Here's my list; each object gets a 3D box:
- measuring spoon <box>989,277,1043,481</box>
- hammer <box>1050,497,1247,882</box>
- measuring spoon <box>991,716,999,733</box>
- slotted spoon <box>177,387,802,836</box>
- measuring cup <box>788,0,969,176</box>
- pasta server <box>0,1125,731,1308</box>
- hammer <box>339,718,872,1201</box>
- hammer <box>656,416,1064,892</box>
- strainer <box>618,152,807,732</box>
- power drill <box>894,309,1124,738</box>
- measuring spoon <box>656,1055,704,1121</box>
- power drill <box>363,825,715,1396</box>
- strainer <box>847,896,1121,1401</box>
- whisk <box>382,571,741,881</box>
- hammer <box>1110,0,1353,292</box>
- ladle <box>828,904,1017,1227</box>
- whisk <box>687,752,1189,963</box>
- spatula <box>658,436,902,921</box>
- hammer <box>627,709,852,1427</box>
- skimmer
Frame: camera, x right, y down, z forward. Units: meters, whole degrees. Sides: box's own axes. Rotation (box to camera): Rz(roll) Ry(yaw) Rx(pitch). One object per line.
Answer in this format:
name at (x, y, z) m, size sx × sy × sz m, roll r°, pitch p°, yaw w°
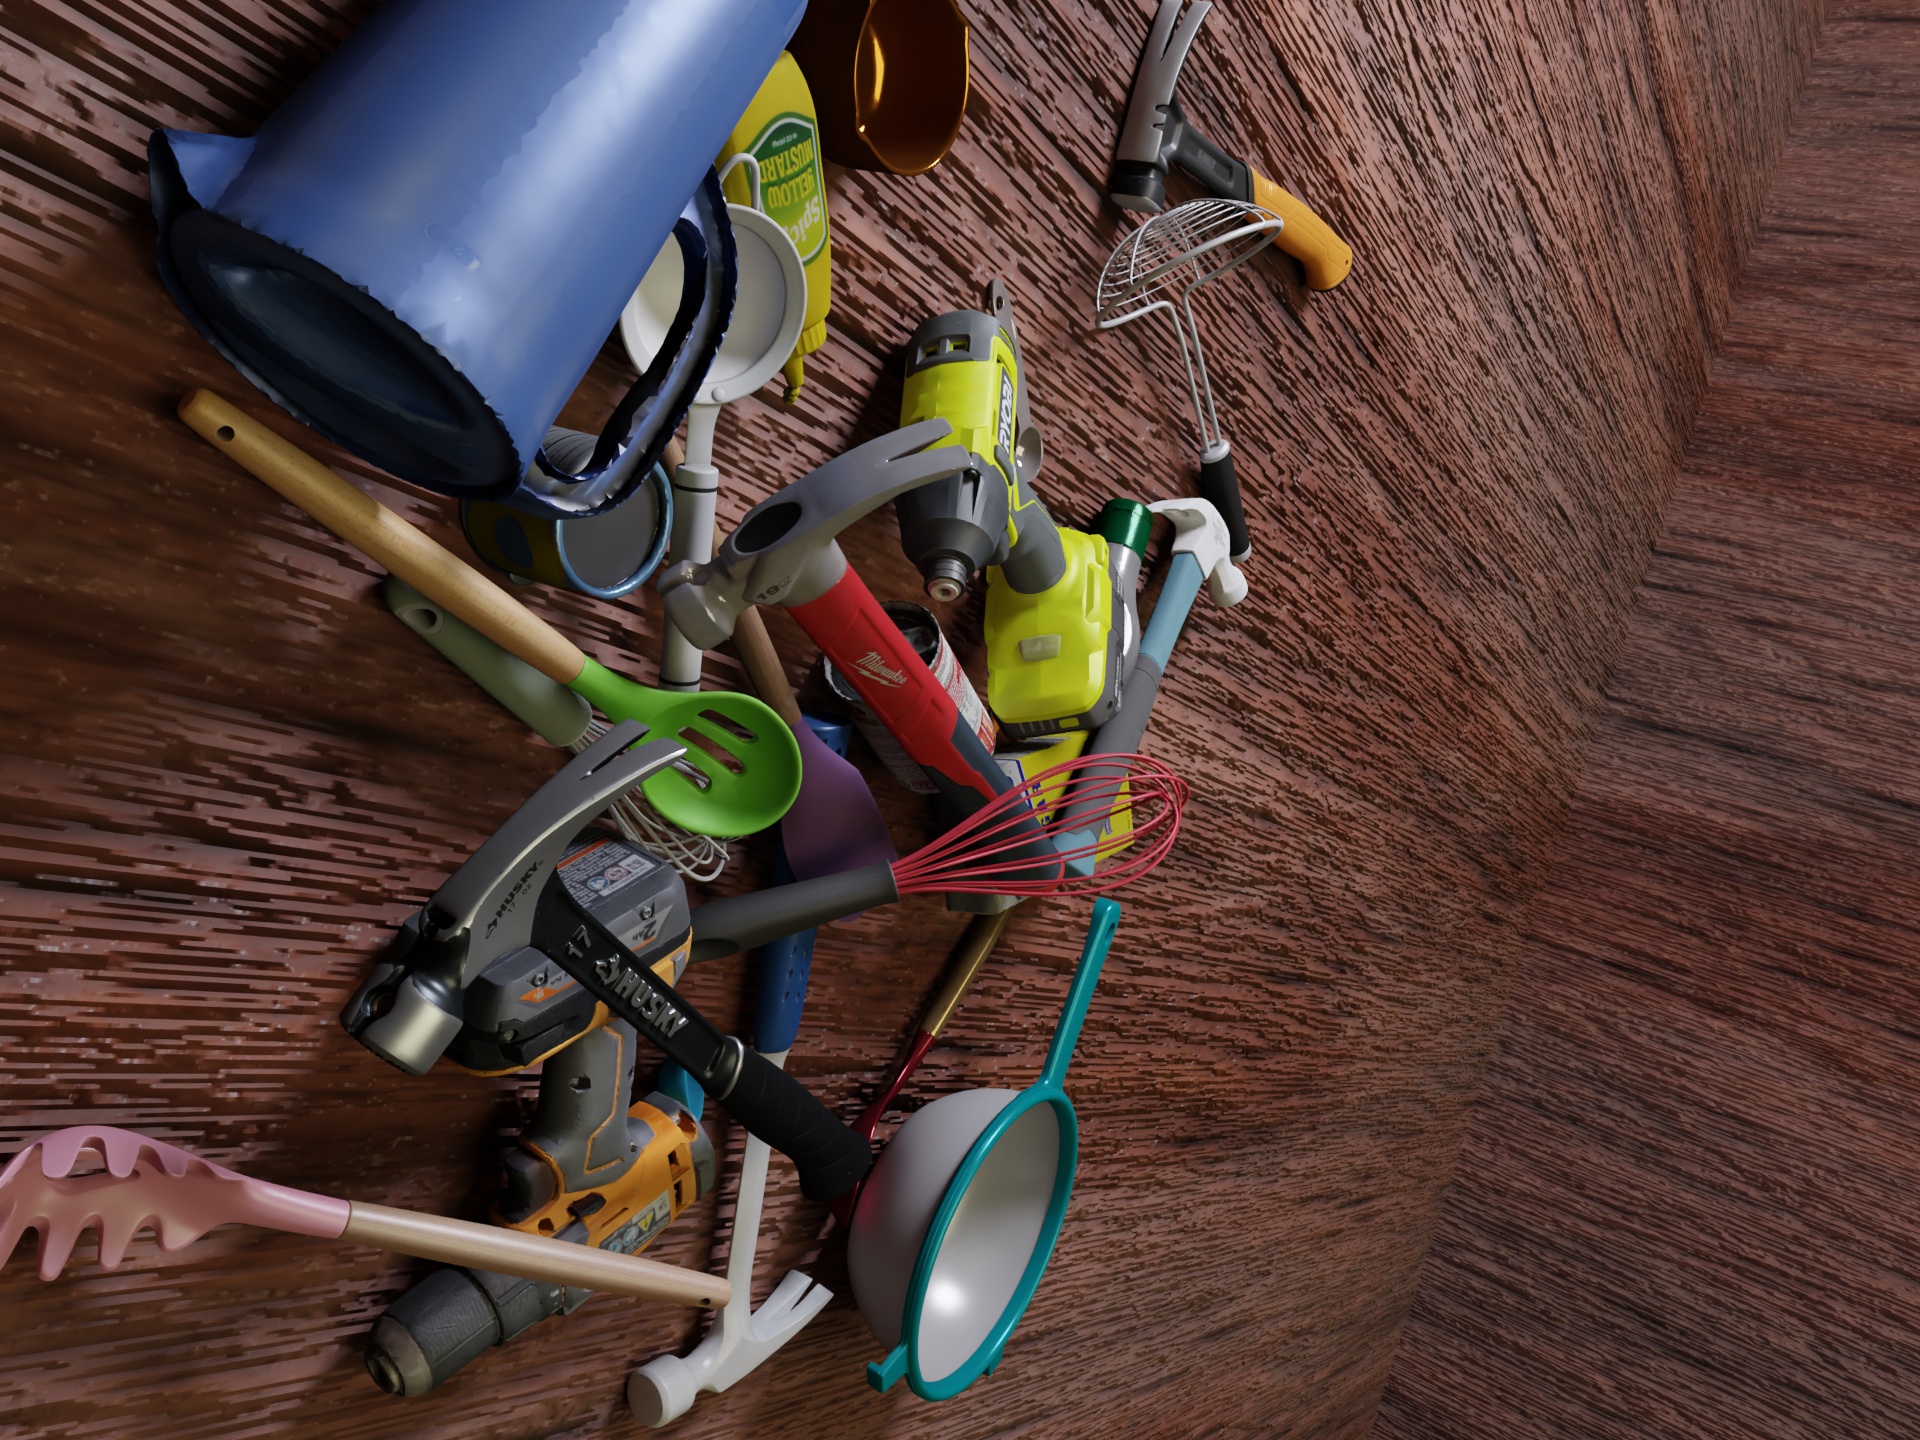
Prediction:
measuring spoon at (0.027, -0.200, 0.940) m, size 0.034 × 0.018 × 0.124 m, roll -45°, pitch 132°, yaw -45°
hammer at (0.124, -0.025, 1.088) m, size 0.128 × 0.033 × 0.331 m, roll 58°, pitch 45°, yaw -38°
measuring spoon at (0.039, -0.045, 1.034) m, size 0.117 × 0.011 × 0.021 m, roll -68°, pitch 162°, yaw -2°
slotted spoon at (-0.173, -0.035, 0.639) m, size 0.070 × 0.031 × 0.313 m, roll -45°, pitch 136°, yaw 4°
measuring cup at (-0.053, -0.331, 0.718) m, size 0.095 × 0.052 × 0.173 m, roll -53°, pitch 141°, yaw -27°
pasta server at (-0.222, 0.212, 0.638) m, size 0.316 × 0.040 × 0.060 m, roll 26°, pitch 114°, yaw -35°
hammer at (-0.112, 0.145, 0.718) m, size 0.149 × 0.036 × 0.408 m, roll -55°, pitch 151°, yaw -17°
hammer at (-0.001, -0.003, 0.819) m, size 0.143 × 0.038 × 0.385 m, roll -31°, pitch 146°, yaw 4°
strainer at (-0.118, -0.115, 0.700) m, size 0.086 × 0.050 × 0.258 m, roll -5°, pitch 112°, yaw -34°
power drill at (0.025, -0.091, 0.885) m, size 0.223 × 0.080 × 0.171 m, roll 56°, pitch 31°, yaw -51°
measuring spoon at (-0.155, 0.158, 0.817) m, size 0.042 × 0.021 × 0.128 m, roll -92°, pitch 175°, yaw -53°
power drill at (-0.198, 0.183, 0.723) m, size 0.185 × 0.084 × 0.226 m, roll -32°, pitch 134°, yaw -44°
strainer at (0.012, 0.270, 1.064) m, size 0.210 × 0.095 × 0.340 m, roll 38°, pitch 71°, yaw -61°
whisk at (-0.170, 0.004, 0.713) m, size 0.246 × 0.058 × 0.059 m, roll 51°, pitch 27°, yaw -49°
hammer at (0.206, -0.372, 1.106) m, size 0.336 × 0.034 × 0.127 m, roll 5°, pitch 102°, yaw -57°
ladle at (-0.009, 0.186, 1.052) m, size 0.315 × 0.031 × 0.069 m, roll -58°, pitch 174°, yaw -27°
whisk at (-0.017, 0.079, 0.833) m, size 0.296 × 0.073 × 0.073 m, roll -15°, pitch 125°, yaw -9°
spatula at (-0.097, -0.019, 0.791) m, size 0.060 × 0.018 × 0.315 m, roll -36°, pitch 126°, yaw -22°
hammer at (-0.105, 0.193, 0.903) m, size 0.144 × 0.035 × 0.405 m, roll -8°, pitch 112°, yaw -55°
skimmer at (0.176, -0.208, 1.087) m, size 0.127 × 0.090 × 0.362 m, roll -26°, pitch 142°, yaw 1°
